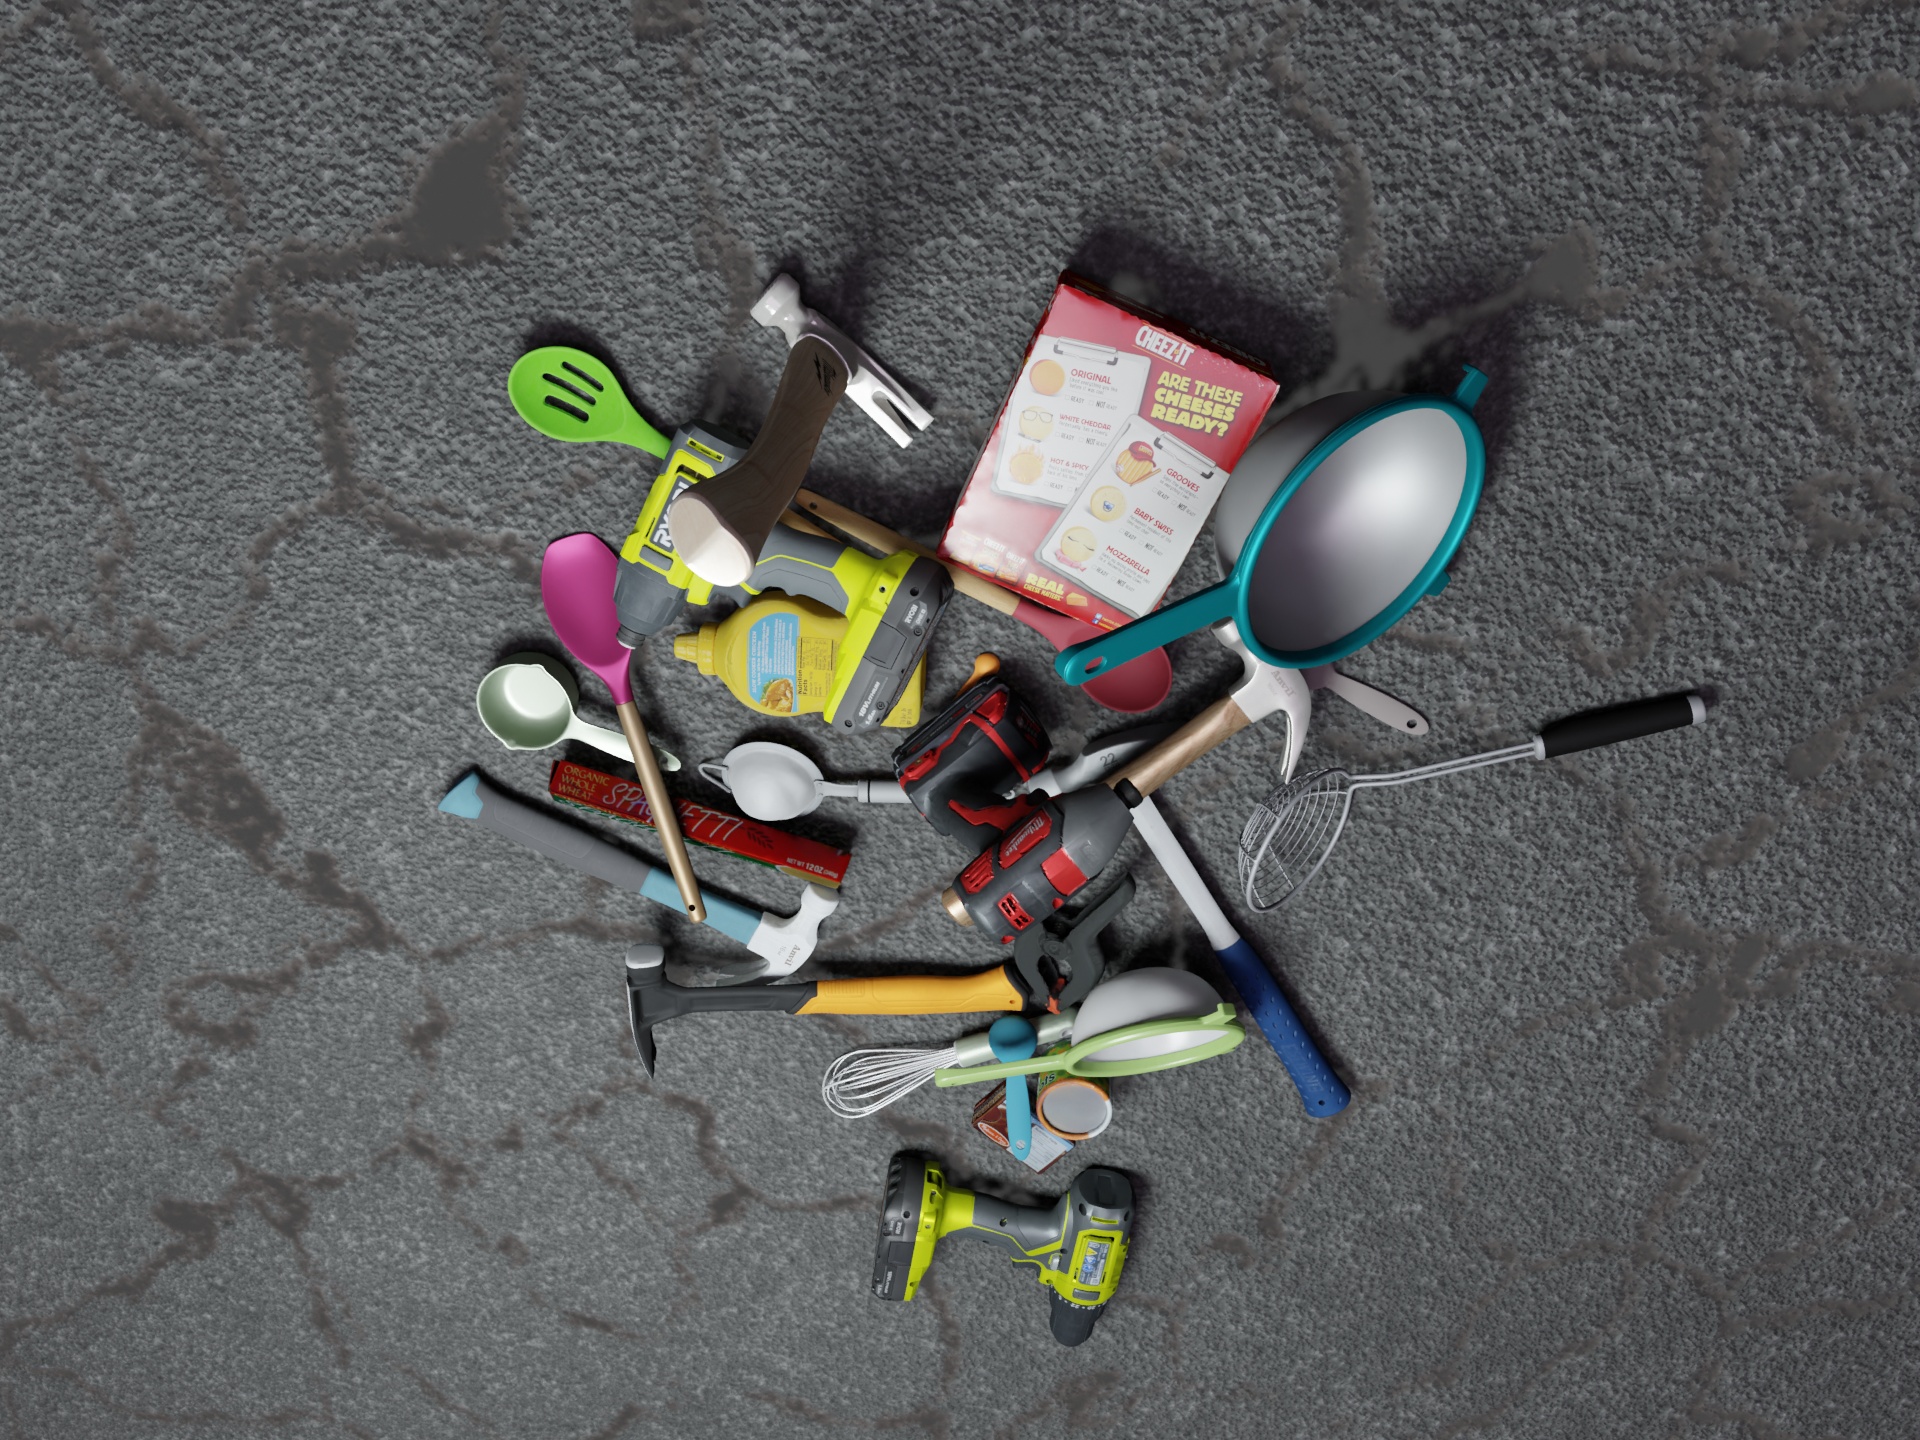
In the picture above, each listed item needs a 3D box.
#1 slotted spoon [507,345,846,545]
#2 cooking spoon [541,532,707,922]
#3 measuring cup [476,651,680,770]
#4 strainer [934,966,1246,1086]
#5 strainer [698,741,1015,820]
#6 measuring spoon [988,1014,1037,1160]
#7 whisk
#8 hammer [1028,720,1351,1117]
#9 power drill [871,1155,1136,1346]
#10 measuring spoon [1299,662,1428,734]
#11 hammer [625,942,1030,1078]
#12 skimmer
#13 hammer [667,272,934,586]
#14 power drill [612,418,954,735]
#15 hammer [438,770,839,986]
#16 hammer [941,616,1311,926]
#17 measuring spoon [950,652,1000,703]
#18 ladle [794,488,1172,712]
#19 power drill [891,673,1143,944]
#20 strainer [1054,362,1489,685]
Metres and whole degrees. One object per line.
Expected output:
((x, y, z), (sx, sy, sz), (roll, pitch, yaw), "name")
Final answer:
((-0.185, -0.178, 1.172), (0.313, 0.031, 0.070), (30, 114, -12), "slotted spoon")
((-0.254, 0.010, 1.241), (0.069, 0.017, 0.319), (-16, 100, 5), "cooking spoon")
((-0.299, -0.001, 1.268), (0.167, 0.038, 0.083), (22, 117, -9), "measuring cup")
((0.102, 0.251, 1.307), (0.256, 0.069, 0.151), (-10, 156, 5), "strainer")
((-0.085, 0.056, 1.276), (0.258, 0.050, 0.086), (1, 133, 1), "strainer")
((0.048, 0.316, 1.354), (0.042, 0.021, 0.128), (-4, 96, 4), "measuring spoon")
((-0.008, 0.292, 1.389), (0.246, 0.059, 0.057), (-19, 151, 10), "whisk")
((0.219, 0.173, 1.308), (0.144, 0.035, 0.405), (-27, 111, 18), "hammer")
((0.037, 0.491, 1.467), (0.228, 0.080, 0.190), (9, 117, -2), "power drill")
((0.306, -0.017, 1.213), (0.124, 0.018, 0.034), (26, 116, -9), "measuring spoon")
((-0.110, 0.241, 1.349), (0.337, 0.034, 0.127), (-1, 122, -4), "hammer")
((0.385, 0.059, 1.204), (0.363, 0.090, 0.127), (-14, 144, 9), "skimmer")
((-0.095, -0.165, 0.952), (0.146, 0.411, 0.038), (41, 113, -16), "hammer")
((-0.133, -0.089, 1.139), (0.223, 0.080, 0.171), (28, 106, 2), "power drill")
((-0.275, 0.126, 1.332), (0.331, 0.033, 0.128), (26, 115, -8), "hammer")
((0.122, 0.057, 1.214), (0.331, 0.031, 0.130), (-38, 105, 17), "hammer")
((-0.002, -0.004, 1.251), (0.021, 0.011, 0.117), (27, 116, -9), "measuring spoon")
((0.018, -0.096, 1.195), (0.315, 0.031, 0.069), (27, 111, -7), "ladle")
((0.040, 0.058, 1.150), (0.143, 0.220, 0.078), (-39, 120, 2), "power drill")
((0.193, -0.120, 1.070), (0.340, 0.095, 0.210), (-25, 139, -17), "strainer")
